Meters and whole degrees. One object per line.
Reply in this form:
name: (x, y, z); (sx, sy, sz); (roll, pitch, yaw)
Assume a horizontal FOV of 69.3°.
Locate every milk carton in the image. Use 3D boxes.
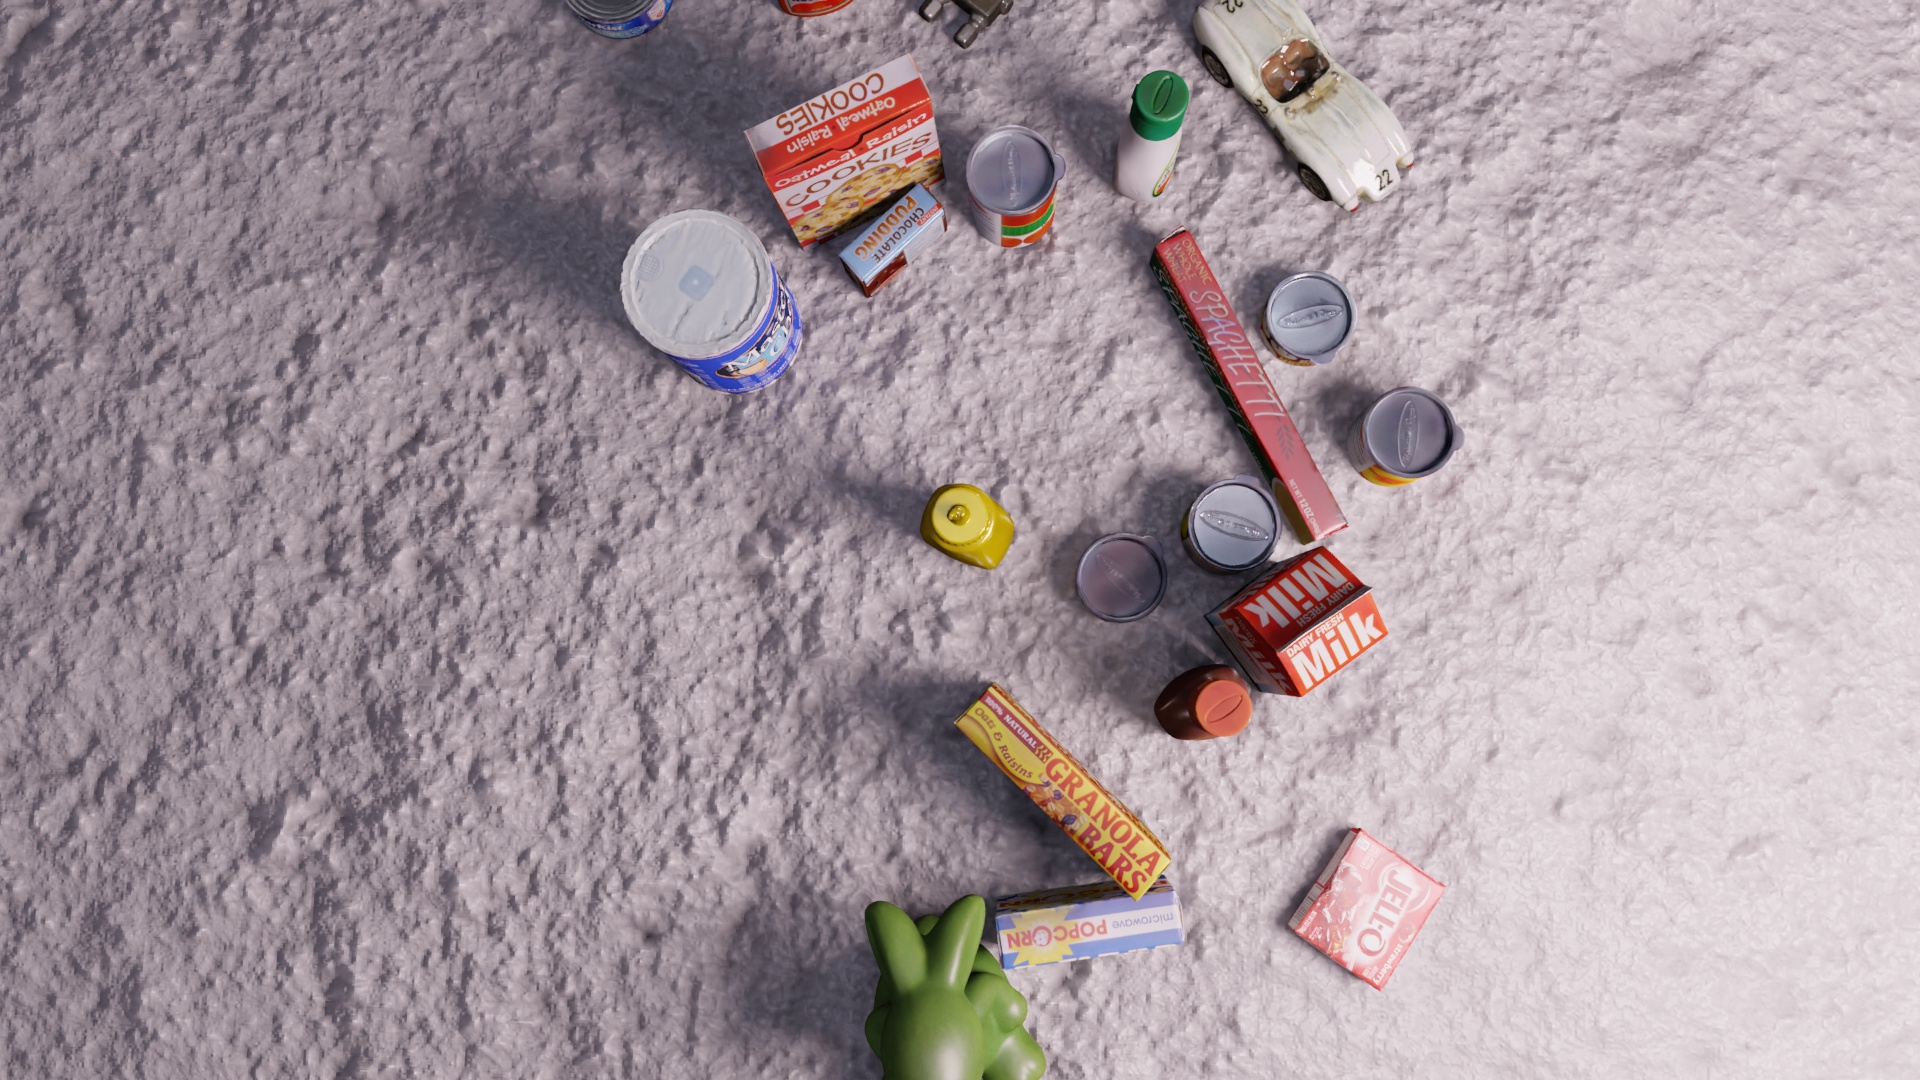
milk carton: (0.225, 0.056, 0.934); (0.072, 0.190, 0.073); (-36, 85, -1)

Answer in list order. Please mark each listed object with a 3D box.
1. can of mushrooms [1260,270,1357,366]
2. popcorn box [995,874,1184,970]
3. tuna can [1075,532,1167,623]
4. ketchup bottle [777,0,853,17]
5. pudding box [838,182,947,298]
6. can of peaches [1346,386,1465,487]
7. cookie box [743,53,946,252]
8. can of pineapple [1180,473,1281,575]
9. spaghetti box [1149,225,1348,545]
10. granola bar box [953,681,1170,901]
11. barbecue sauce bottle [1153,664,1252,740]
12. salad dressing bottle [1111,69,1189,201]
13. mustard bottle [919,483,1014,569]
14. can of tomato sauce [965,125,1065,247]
can of mushrooms: (0.258, -0.162, 1.032); (0.071, 0.033, 0.071); (0, 85, 2)
popcorn box: (0.089, 0.266, 0.972); (0.127, 0.085, 0.038); (-9, 85, 2)
tuna can: (0.119, 0.026, 1.020); (0.071, 0.033, 0.071); (0, 85, 2)
ketchup bottle: (-0.115, -0.437, 1.016); (0.065, 0.148, 0.043); (-12, 85, 2)
pudding box: (-0.050, -0.224, 1.043); (0.084, 0.049, 0.030); (-42, 85, -2)
can of peaches: (0.322, -0.074, 1.008); (0.071, 0.058, 0.071); (0, 85, 2)
cookie box: (-0.076, -0.270, 0.989); (0.123, 0.167, 0.040); (-26, 85, 0)
can of pineapple: (0.196, -0.010, 1.008); (0.071, 0.058, 0.071); (0, 85, 2)
spaghetti box: (0.209, -0.112, 1.021); (0.029, 0.050, 0.250); (-27, 84, 0)
granola bar box: (0.070, 0.168, 0.963); (0.165, 0.124, 0.039); (44, 88, 5)
barbecue sauce bottle: (0.170, 0.112, 0.952); (0.065, 0.148, 0.043); (-34, 85, -1)
salad dressing bottle: (0.136, -0.288, 0.992); (0.044, 0.147, 0.064); (22, 87, 4)
mustard bottle: (0.003, -0.012, 0.965); (0.065, 0.160, 0.049); (23, 87, 4)
can of tomato sauce: (0.041, -0.260, 1.026); (0.071, 0.083, 0.071); (0, 85, 3)
